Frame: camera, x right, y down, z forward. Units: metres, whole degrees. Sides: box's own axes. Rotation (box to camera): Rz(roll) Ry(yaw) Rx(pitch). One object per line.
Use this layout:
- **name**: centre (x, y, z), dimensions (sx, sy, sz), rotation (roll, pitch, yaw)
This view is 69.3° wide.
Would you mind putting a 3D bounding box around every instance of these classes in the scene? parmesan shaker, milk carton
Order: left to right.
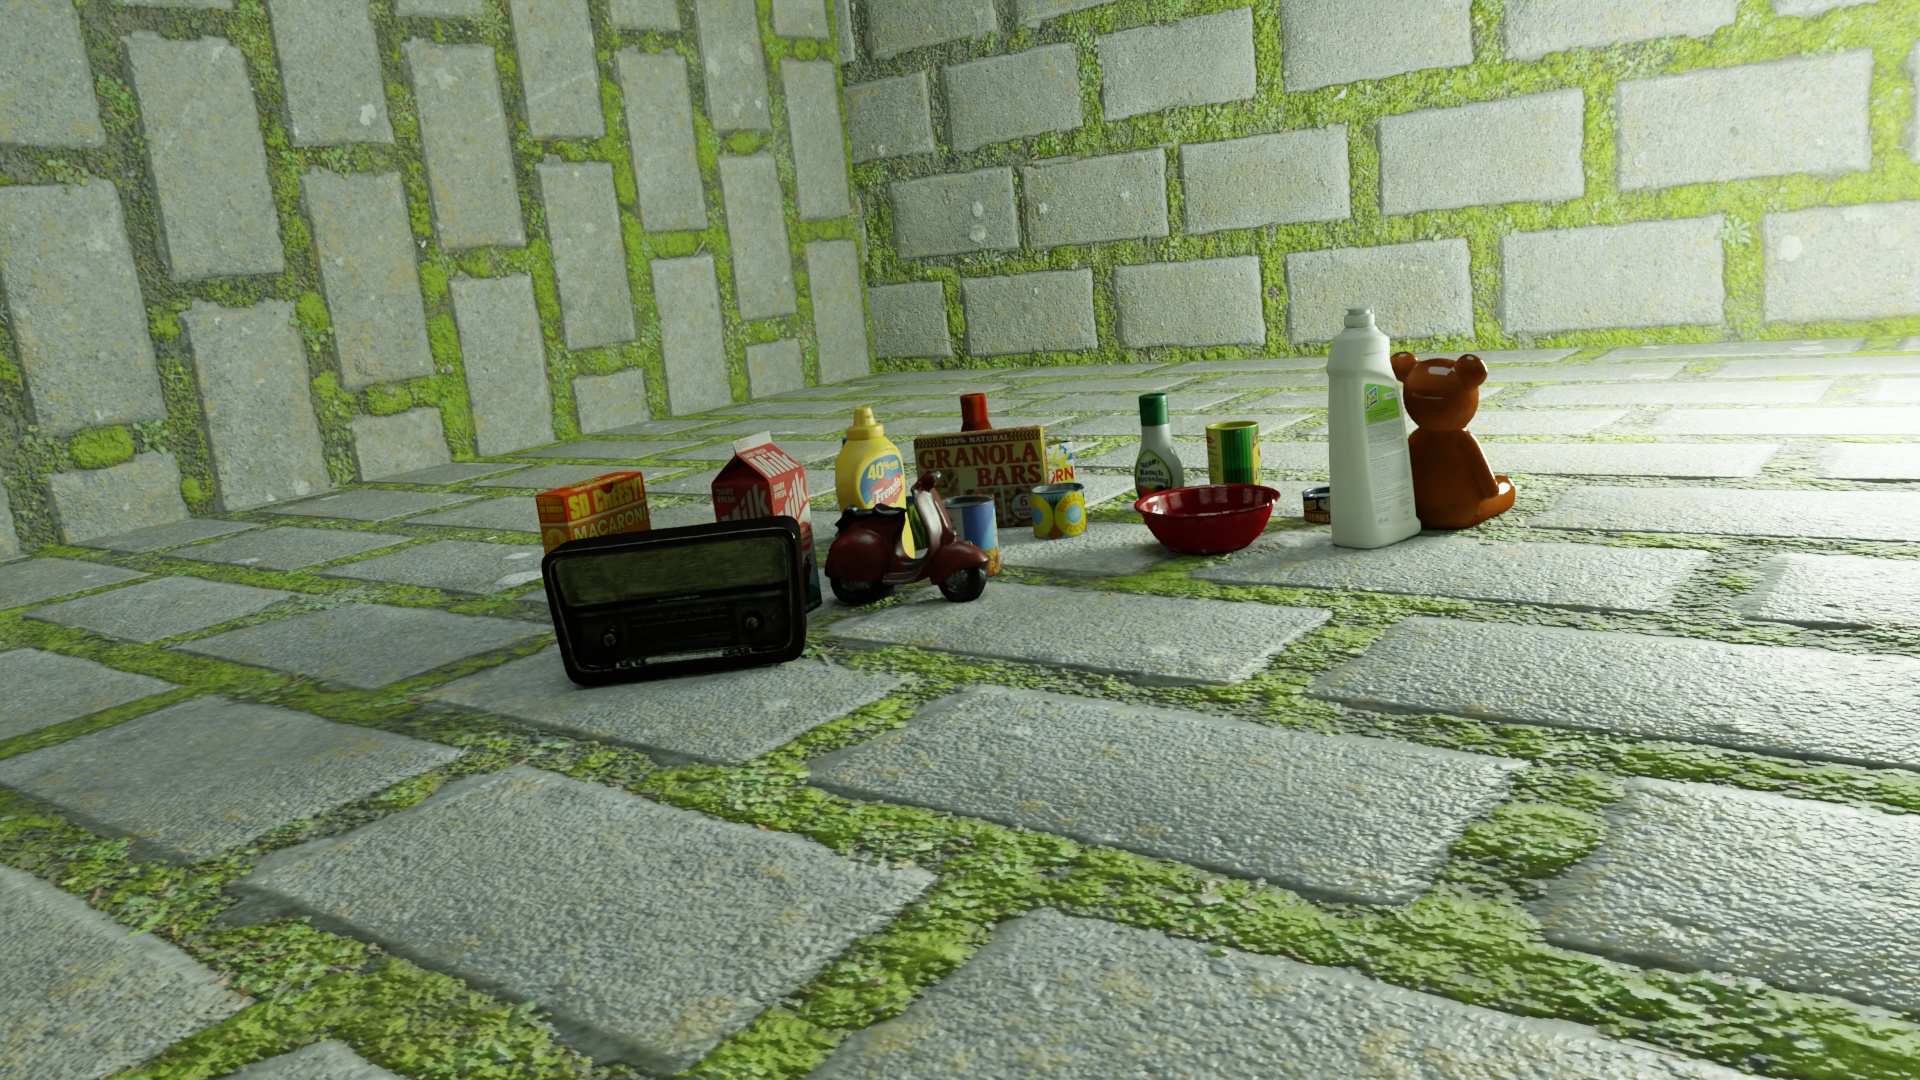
- **milk carton**: centre (-0.202, -0.015, 1.437), dimensions (0.073, 0.190, 0.072), rotation (-1, 13, 24)
- **parmesan shaker**: centre (0.343, -0.095, 1.741), dimensions (0.071, 0.102, 0.071), rotation (-6, 12, 1)

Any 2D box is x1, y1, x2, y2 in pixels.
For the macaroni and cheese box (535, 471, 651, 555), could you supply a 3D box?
- **macaroni and cheese box**: centre (-0.358, 0.023, 1.397), dimensions (0.040, 0.166, 0.124), rotation (-1, 13, 26)

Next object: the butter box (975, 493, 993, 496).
- **butter box**: centre (0.006, -0.021, 1.687), dimensions (0.024, 0.053, 0.104), rotation (2, 14, 34)

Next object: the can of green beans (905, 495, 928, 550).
- **can of green beans**: centre (-0.068, -0.021, 1.710), dimensions (0.071, 0.057, 0.071), rotation (-6, 12, 1)

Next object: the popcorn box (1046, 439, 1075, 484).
- **popcorn box**: centre (0.092, -0.083, 1.857), dimensions (0.127, 0.085, 0.038), rotation (-13, 13, -28)

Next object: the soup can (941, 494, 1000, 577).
- **soup can**: centre (0.010, -0.004, 1.532), dimensions (0.071, 0.083, 0.071), rotation (-6, 12, 1)

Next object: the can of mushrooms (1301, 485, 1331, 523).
- **can of mushrooms**: centre (0.431, -0.042, 1.618), dimensions (0.071, 0.033, 0.071), rotation (-6, 12, 1)

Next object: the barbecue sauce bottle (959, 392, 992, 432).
- **barbecue sauce bottle**: centre (0.025, -0.134, 1.975), dimensions (0.044, 0.148, 0.065), rotation (-16, 15, -40)

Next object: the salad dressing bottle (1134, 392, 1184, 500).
- **salad dressing bottle**: centre (0.249, -0.112, 1.762), dimensions (0.064, 0.147, 0.044), rotation (3, 15, 38)

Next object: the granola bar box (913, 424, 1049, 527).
- **granola bar box**: centre (0.030, -0.079, 1.773), dimensions (0.165, 0.124, 0.039), rotation (-3, 12, 13)

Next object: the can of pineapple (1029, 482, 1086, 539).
- **can of pineapple**: centre (0.120, -0.036, 1.689), dimensions (0.071, 0.057, 0.071), rotation (-6, 12, 1)

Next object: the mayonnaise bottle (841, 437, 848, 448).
- **mayonnaise bottle**: centre (-0.114, -0.050, 1.657), dimensions (0.041, 0.147, 0.065), rotation (-8, 12, -8)
